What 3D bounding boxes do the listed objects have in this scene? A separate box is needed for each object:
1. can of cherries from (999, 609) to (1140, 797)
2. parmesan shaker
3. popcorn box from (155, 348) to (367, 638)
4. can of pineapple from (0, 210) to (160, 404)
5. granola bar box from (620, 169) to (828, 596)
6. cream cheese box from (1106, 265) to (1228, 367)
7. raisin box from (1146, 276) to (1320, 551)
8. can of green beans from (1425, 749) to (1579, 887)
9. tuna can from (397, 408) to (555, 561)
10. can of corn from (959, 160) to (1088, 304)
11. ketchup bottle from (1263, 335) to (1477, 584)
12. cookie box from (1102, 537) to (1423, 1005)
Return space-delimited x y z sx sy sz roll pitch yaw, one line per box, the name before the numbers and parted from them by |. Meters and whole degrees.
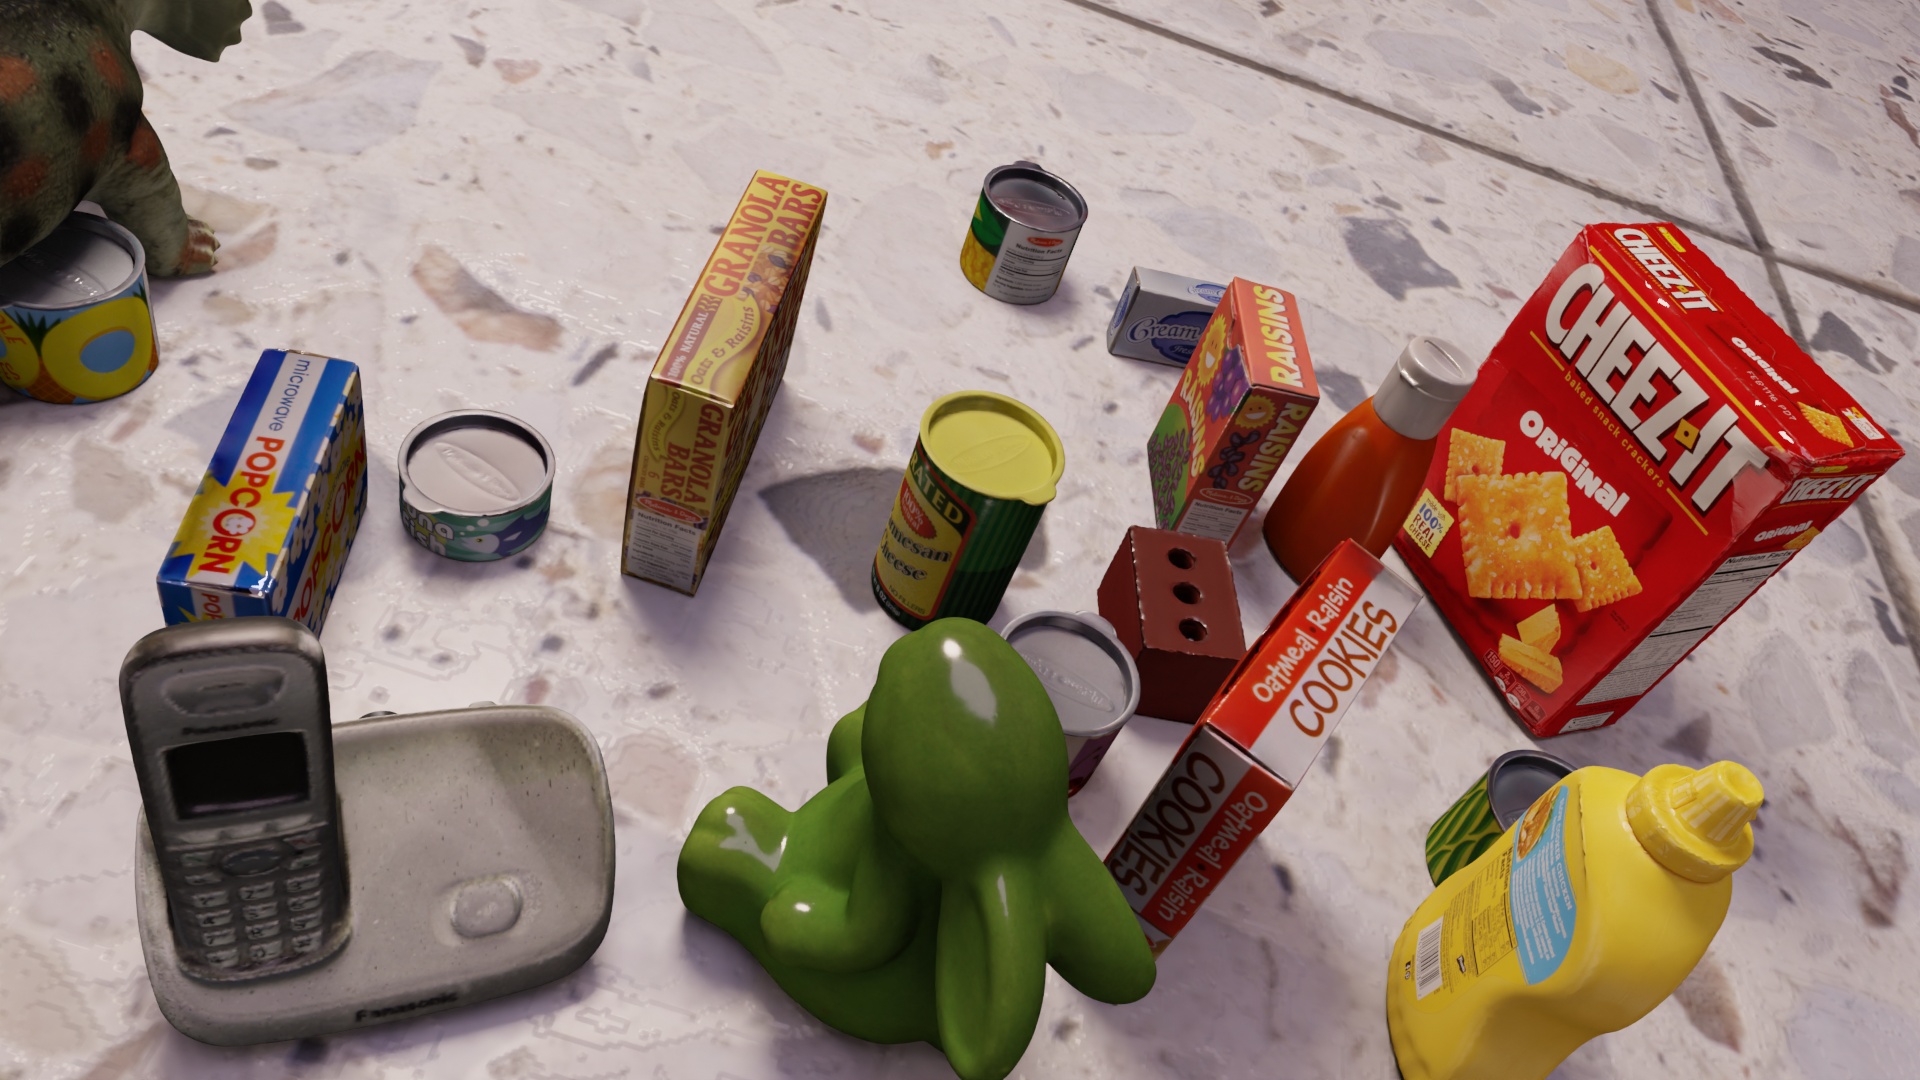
can of cherries | 0.040 0.072 0.613 0.071 0.058 0.072 11 46 -11
parmesan shaker | 0.002 -0.008 0.642 0.071 0.102 0.072 11 46 -11
popcorn box | -0.269 -0.003 0.546 0.038 0.084 0.127 9 46 -13
can of pineapple | -0.394 -0.102 0.610 0.071 0.057 0.071 11 46 -11
granola bar box | -0.110 -0.076 0.648 0.039 0.123 0.166 18 45 -5
cream cheese box | 0.145 -0.130 0.844 0.104 0.053 0.024 9 46 -13
raisin box | 0.139 -0.062 0.730 0.040 0.122 0.086 12 46 -10
can of green beans | 0.256 0.139 0.634 0.071 0.057 0.071 11 46 -11
tuna can | -0.218 -0.024 0.622 0.071 0.032 0.071 11 46 -11
can of corn | 0.038 -0.189 0.855 0.071 0.058 0.071 11 46 -11
ketchup bottle | 0.212 -0.039 0.717 0.044 0.148 0.065 -13 55 -30
cookie box | 0.104 0.092 0.543 0.040 0.166 0.123 36 47 13
